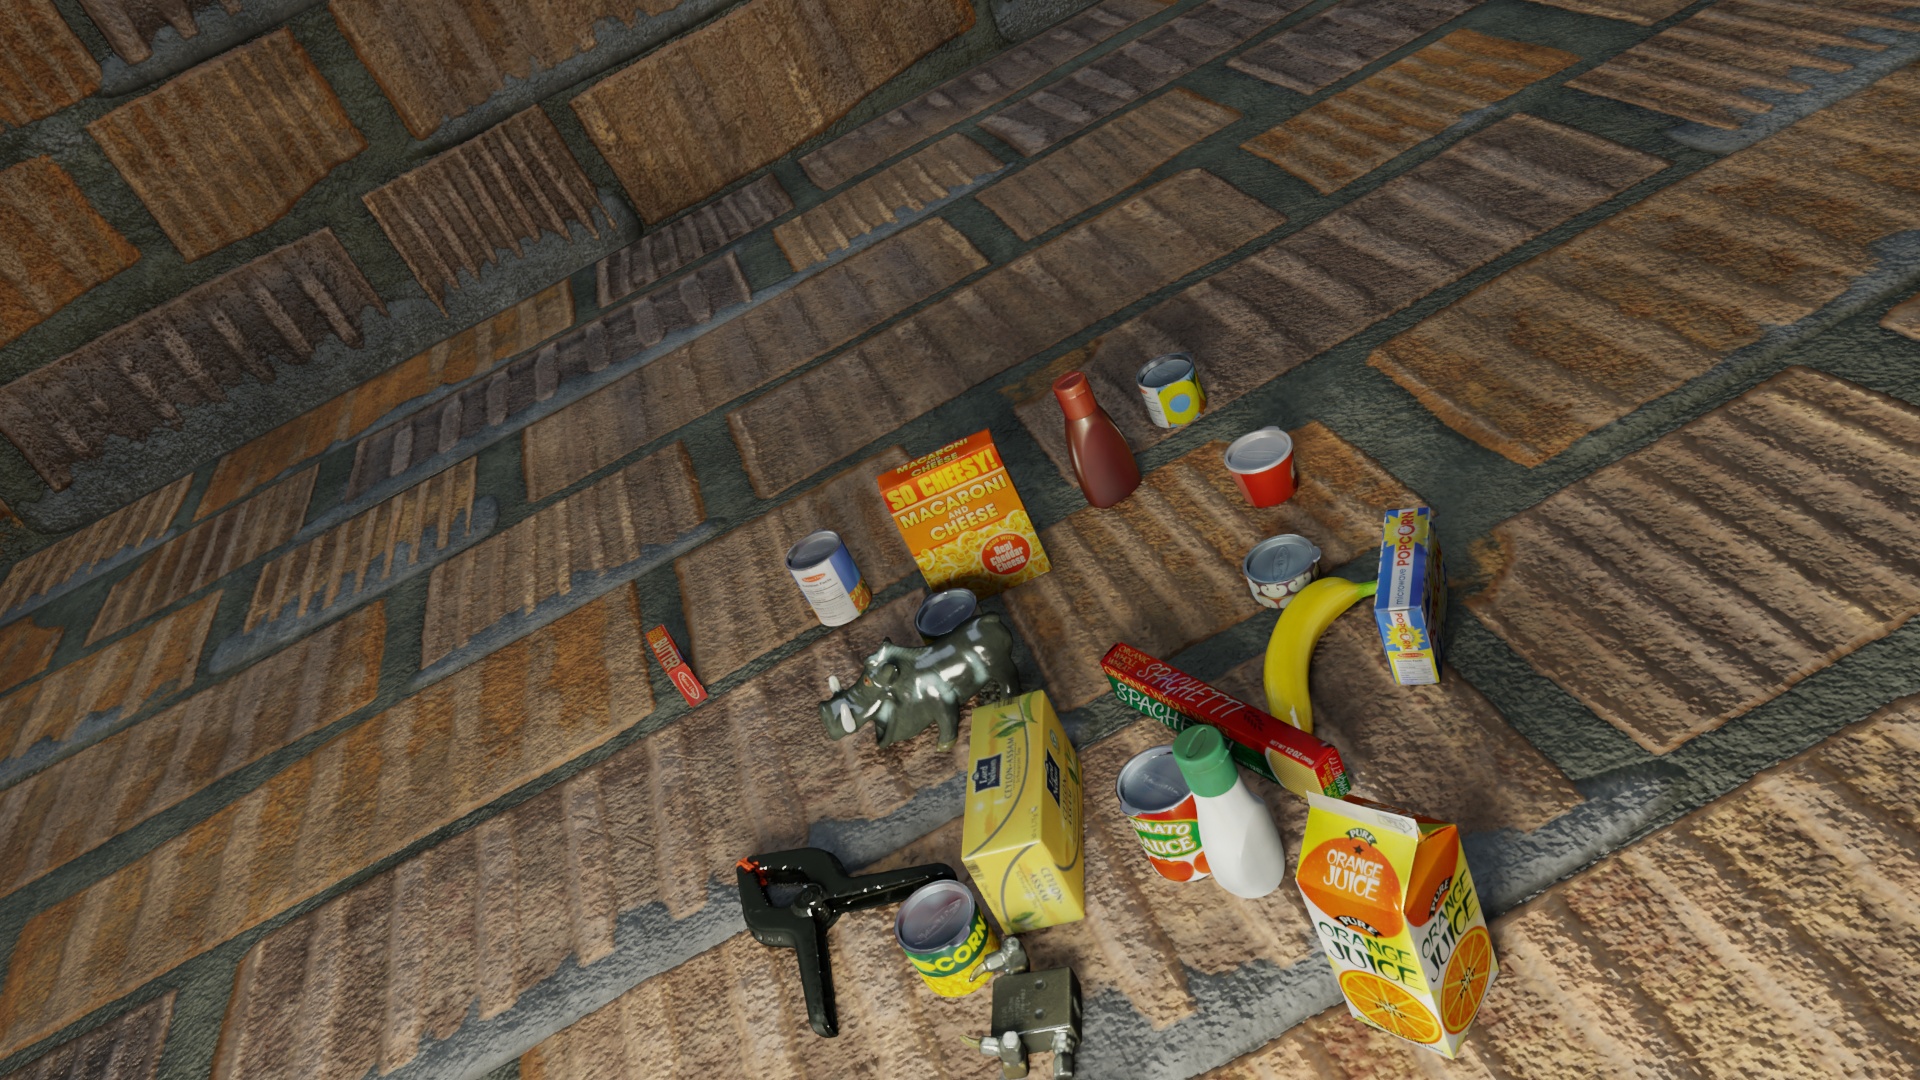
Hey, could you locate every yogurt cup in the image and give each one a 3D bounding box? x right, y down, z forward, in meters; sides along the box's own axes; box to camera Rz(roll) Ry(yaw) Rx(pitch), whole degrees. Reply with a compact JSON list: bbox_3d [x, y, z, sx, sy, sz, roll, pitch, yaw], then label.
[{"bbox_3d":[0.300,-0.069,1.373,0.072,0.053,0.073,-18,33,13],"label":"yogurt cup"}]

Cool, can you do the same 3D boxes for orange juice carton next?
[{"bbox_3d":[0.266,0.225,0.853,0.072,0.192,0.073,11,48,44],"label":"orange juice carton"}]

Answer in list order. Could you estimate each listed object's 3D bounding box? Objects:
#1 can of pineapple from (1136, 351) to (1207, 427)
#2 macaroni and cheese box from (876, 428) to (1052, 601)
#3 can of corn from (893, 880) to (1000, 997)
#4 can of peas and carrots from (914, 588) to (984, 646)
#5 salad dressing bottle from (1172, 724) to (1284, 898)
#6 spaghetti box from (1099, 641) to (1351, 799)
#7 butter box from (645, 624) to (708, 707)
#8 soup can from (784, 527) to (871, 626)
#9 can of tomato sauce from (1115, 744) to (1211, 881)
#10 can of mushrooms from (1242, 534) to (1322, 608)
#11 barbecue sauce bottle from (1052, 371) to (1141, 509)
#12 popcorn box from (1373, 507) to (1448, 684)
[{"bbox_3d":[0.238,-0.169,1.553,0.071,0.057,0.071,-18,33,13],"label":"can of pineapple"},{"bbox_3d":[0.005,-0.018,1.403,0.124,0.165,0.040,-24,32,5],"label":"macaroni and cheese box"},{"bbox_3d":[-0.008,0.305,1.058,0.071,0.058,0.071,-18,33,13],"label":"can of corn"},{"bbox_3d":[-0.005,0.089,1.360,0.071,0.058,0.071,-18,33,13],"label":"can of peas and carrots"},{"bbox_3d":[0.191,0.193,0.992,0.044,0.147,0.064,4,43,39],"label":"salad dressing bottle"},{"bbox_3d":[0.209,0.147,1.136,0.029,0.050,0.250,-40,35,-19],"label":"spaghetti box"},{"bbox_3d":[-0.310,0.136,1.514,0.024,0.053,0.104,-33,33,-10],"label":"butter box"},{"bbox_3d":[-0.142,0.039,1.503,0.071,0.083,0.072,-19,33,13],"label":"soup can"},{"bbox_3d":[0.161,0.209,1.052,0.071,0.082,0.071,-19,33,13],"label":"can of tomato sauce"},{"bbox_3d":[0.295,0.028,1.258,0.071,0.033,0.071,-18,33,13],"label":"can of mushrooms"},{"bbox_3d":[0.138,-0.107,1.452,0.065,0.148,0.044,-34,33,-10],"label":"barbecue sauce bottle"},{"bbox_3d":[0.369,0.044,1.135,0.038,0.085,0.127,-7,37,28],"label":"popcorn box"}]
